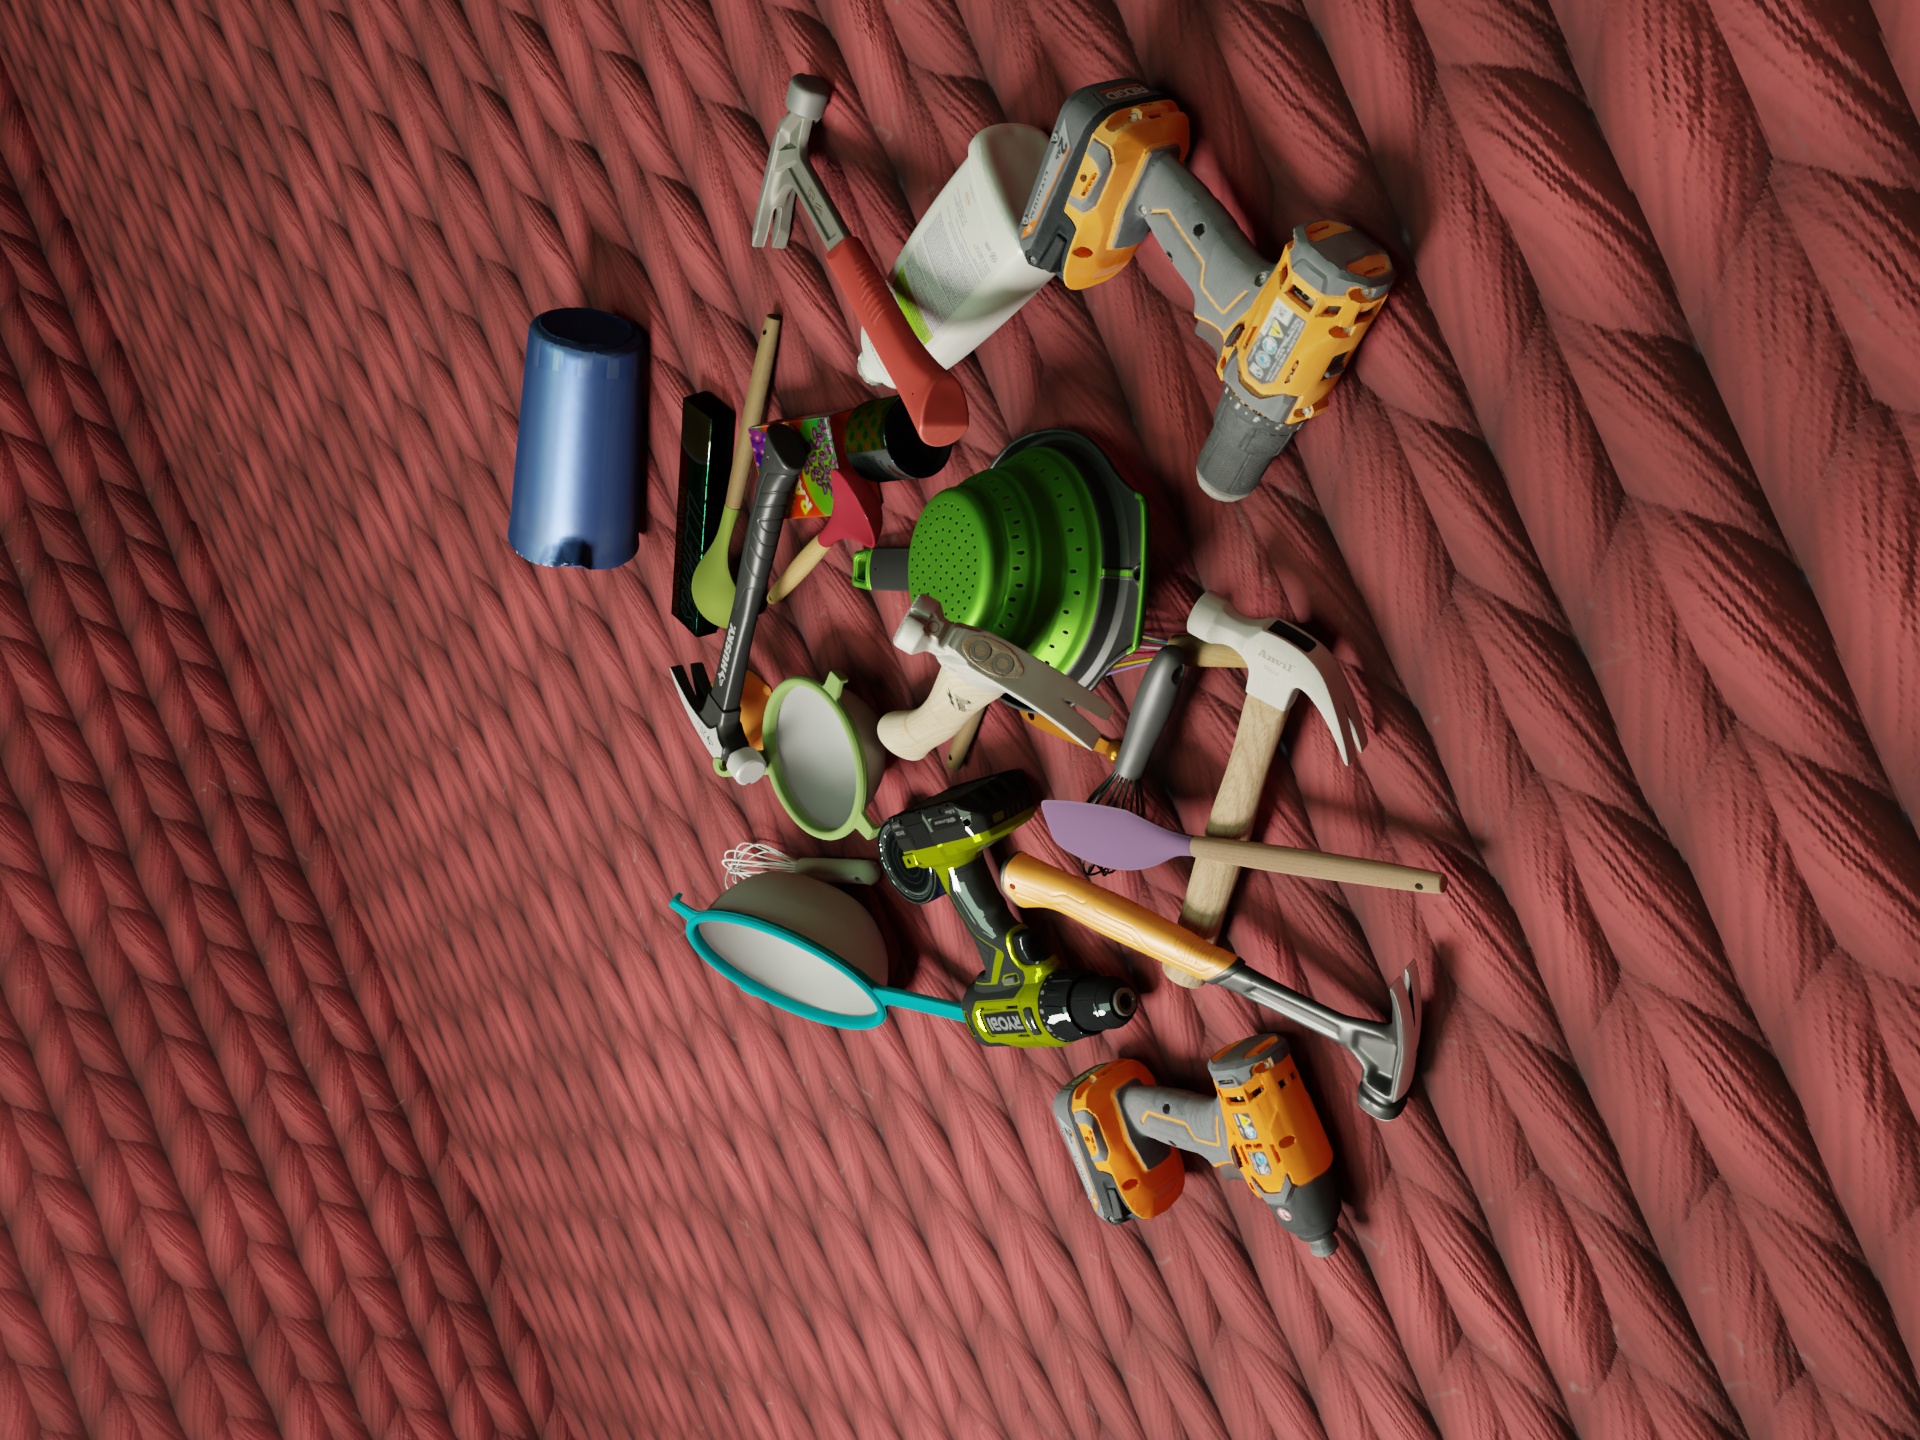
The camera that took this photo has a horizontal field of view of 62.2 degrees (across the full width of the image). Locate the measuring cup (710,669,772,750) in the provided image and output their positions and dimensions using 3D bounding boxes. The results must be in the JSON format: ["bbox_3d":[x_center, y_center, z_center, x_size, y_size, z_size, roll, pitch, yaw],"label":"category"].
[{"bbox_3d":[-0.206,0.033,1.582,0.174,0.052,0.095,61,143,13],"label":"measuring cup"}]

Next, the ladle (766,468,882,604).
[{"bbox_3d":[-0.123,-0.145,1.362,0.069,0.031,0.315,62,156,1],"label":"ladle"}]

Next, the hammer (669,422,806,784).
[{"bbox_3d":[-0.191,-0.112,1.415,0.146,0.035,0.334,49,135,35],"label":"hammer"}]

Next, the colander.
[{"bbox_3d":[-0.016,-0.114,1.189,0.397,0.094,0.204,9,98,58],"label":"colander"}]

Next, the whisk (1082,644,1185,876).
[{"bbox_3d":[0.125,0.033,1.145,0.055,0.055,0.238,46,144,27],"label":"whisk"}]

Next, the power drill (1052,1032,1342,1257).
[{"bbox_3d":[0.187,0.331,1.217,0.226,0.084,0.164,-22,91,50],"label":"power drill"}]

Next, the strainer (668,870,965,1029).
[{"bbox_3d":[-0.095,0.217,1.509,0.340,0.095,0.210,9,148,26],"label":"strainer"}]

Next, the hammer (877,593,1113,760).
[{"bbox_3d":[-0.002,-0.004,1.192,0.146,0.038,0.410,30,168,-4],"label":"hammer"}]

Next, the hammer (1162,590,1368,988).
[{"bbox_3d":[0.190,0.071,1.098,0.130,0.031,0.331,30,136,24],"label":"hammer"}]

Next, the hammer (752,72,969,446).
[{"bbox_3d":[-0.078,-0.319,1.169,0.359,0.036,0.149,64,146,35],"label":"hammer"}]

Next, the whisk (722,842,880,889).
[{"bbox_3d":[-0.162,0.150,1.596,0.246,0.059,0.057,-4,143,48],"label":"whisk"}]

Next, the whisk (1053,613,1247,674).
[{"bbox_3d":[0.135,-0.054,1.118,0.245,0.047,0.051,4,123,46],"label":"whisk"}]

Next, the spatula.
[{"bbox_3d":[0.182,0.091,1.081,0.316,0.018,0.059,5,126,43],"label":"spatula"}]

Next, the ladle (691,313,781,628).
[{"bbox_3d":[-0.192,-0.221,1.454,0.078,0.062,0.320,44,131,34],"label":"ladle"}]

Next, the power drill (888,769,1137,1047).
[{"bbox_3d":[0.045,0.163,1.313,0.190,0.080,0.228,-19,95,54],"label":"power drill"}]

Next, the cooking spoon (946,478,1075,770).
[{"bbox_3d":[0.034,-0.071,1.253,0.069,0.017,0.318,52,141,30],"label":"cooking spoon"}]

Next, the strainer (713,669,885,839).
[{"bbox_3d":[-0.143,0.031,1.484,0.256,0.069,0.151,-5,99,52],"label":"strainer"}]

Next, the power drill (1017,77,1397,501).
[{"bbox_3d":[0.139,-0.259,0.975,0.226,0.084,0.185,46,140,20],"label":"power drill"}]

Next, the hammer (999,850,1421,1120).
[{"bbox_3d":[0.167,0.163,1.136,0.337,0.034,0.127,22,133,33],"label":"hammer"}]

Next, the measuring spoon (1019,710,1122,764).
[{"bbox_3d":[0.084,0.010,1.235,0.117,0.011,0.021,26,127,43],"label":"measuring spoon"}]
